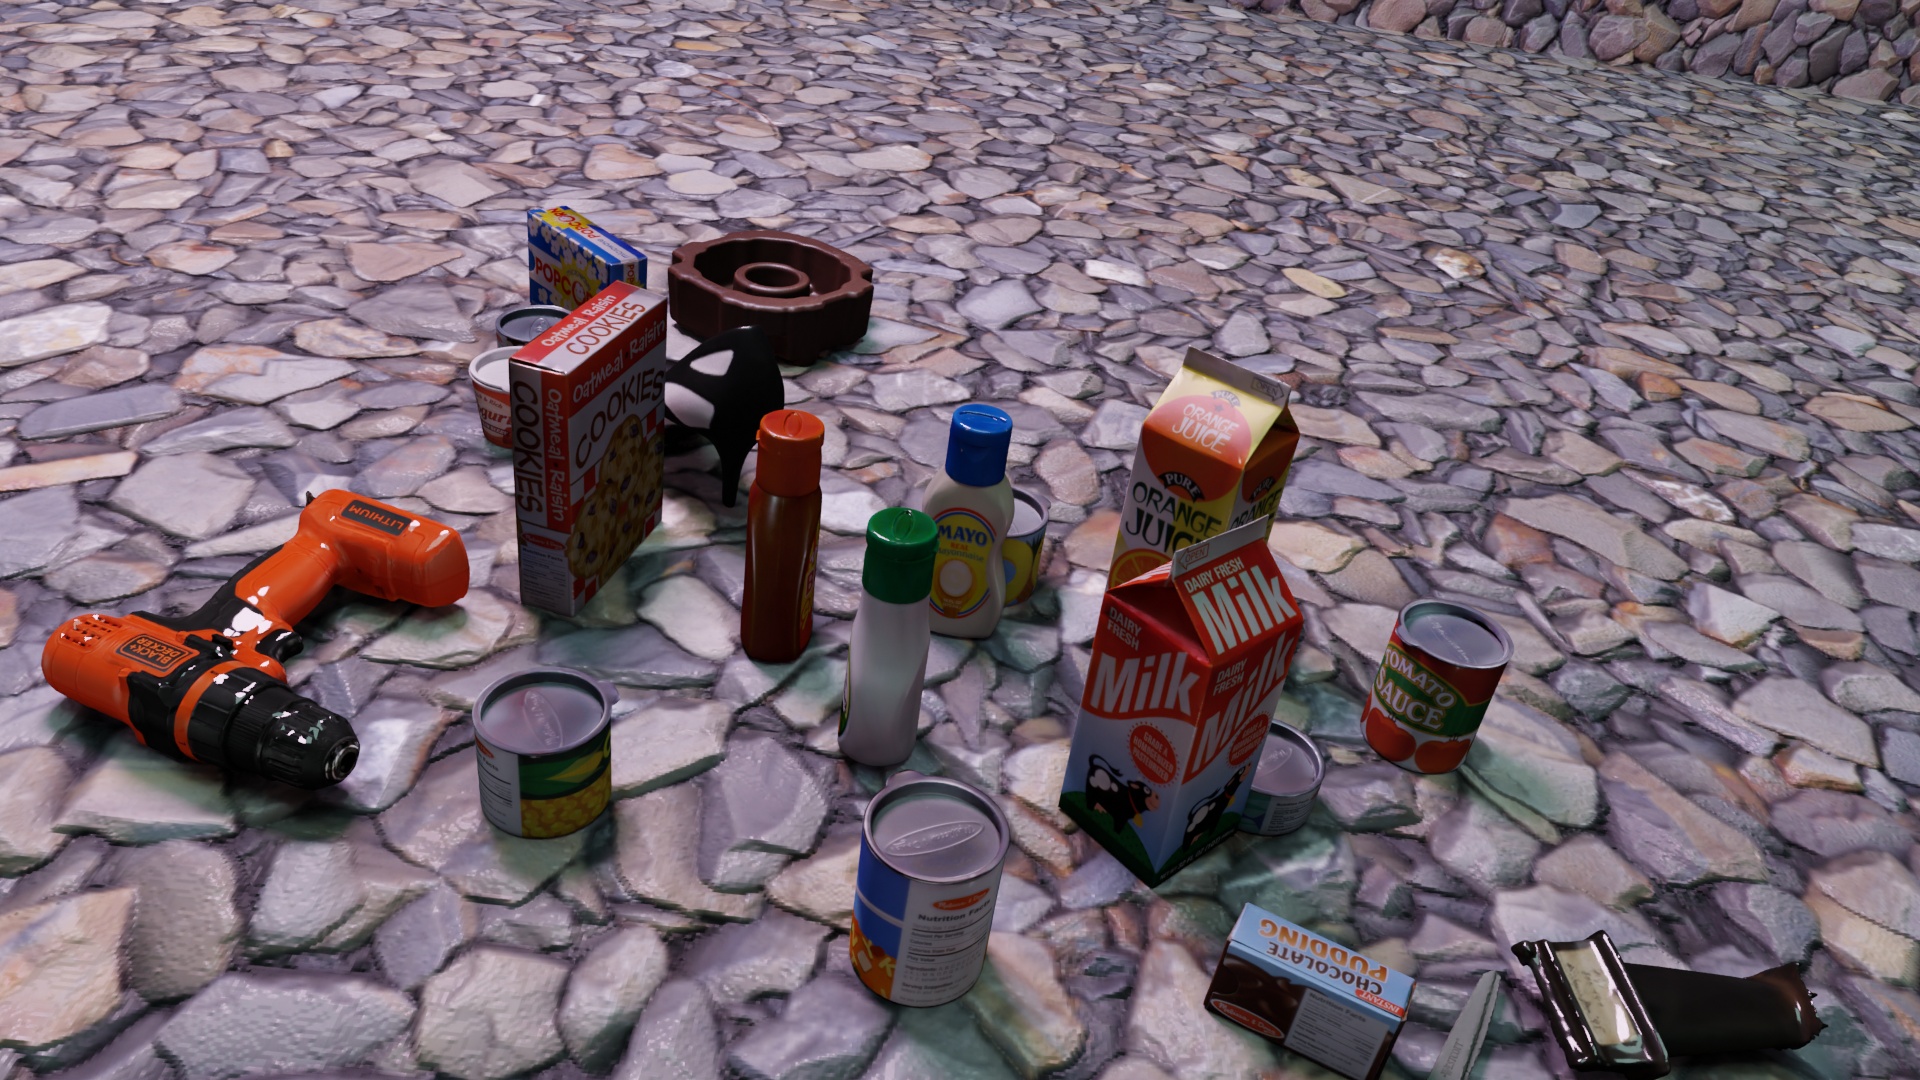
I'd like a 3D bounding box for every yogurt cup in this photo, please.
[{"bbox_3d":[-0.316,-0.102,0.998,0.072,0.053,0.073,6,33,-4],"label":"yogurt cup"}]

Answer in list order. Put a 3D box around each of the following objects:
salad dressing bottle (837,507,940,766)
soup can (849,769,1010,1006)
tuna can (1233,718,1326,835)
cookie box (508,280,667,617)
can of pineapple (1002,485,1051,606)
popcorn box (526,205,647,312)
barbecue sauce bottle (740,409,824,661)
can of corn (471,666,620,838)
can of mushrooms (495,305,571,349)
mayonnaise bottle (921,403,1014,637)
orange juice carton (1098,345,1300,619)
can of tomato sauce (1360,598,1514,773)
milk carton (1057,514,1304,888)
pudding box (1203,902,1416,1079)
[{"bbox_3d":[-0.038,0.052,0.743,0.044,0.146,0.064,11,33,3],"label":"salad dressing bottle"},{"bbox_3d":[-0.017,0.160,0.642,0.071,0.083,0.072,6,33,-4],"label":"soup can"},{"bbox_3d":[0.166,0.130,0.778,0.071,0.032,0.071,6,33,-4],"label":"tuna can"},{"bbox_3d":[-0.225,-0.057,0.848,0.040,0.166,0.123,15,33,9],"label":"cookie box"},{"bbox_3d":[0.023,0.002,0.916,0.071,0.057,0.071,6,33,-4],"label":"can of pineapple"},{"bbox_3d":[-0.307,-0.213,1.143,0.038,0.084,0.127,-23,44,-39],"label":"popcorn box"},{"bbox_3d":[-0.104,-0.004,0.812,0.044,0.147,0.065,6,33,-5],"label":"barbecue sauce bottle"},{"bbox_3d":[-0.207,0.106,0.701,0.071,0.058,0.071,6,33,-4],"label":"can of corn"},{"bbox_3d":[-0.330,-0.157,1.099,0.071,0.033,0.071,6,33,-4],"label":"can of mushrooms"},{"bbox_3d":[0.003,-0.011,0.849,0.065,0.147,0.041,11,33,3],"label":"mayonnaise bottle"},{"bbox_3d":[0.150,-0.023,0.863,0.072,0.191,0.073,30,38,29],"label":"orange juice carton"},{"bbox_3d":[0.280,0.087,0.825,0.071,0.082,0.071,6,33,-4],"label":"can of tomato sauce"},{"bbox_3d":[0.113,0.075,0.705,0.072,0.189,0.073,-20,43,-37],"label":"milk carton"},{"bbox_3d":[0.160,0.209,0.640,0.084,0.049,0.030,21,35,18],"label":"pudding box"}]
